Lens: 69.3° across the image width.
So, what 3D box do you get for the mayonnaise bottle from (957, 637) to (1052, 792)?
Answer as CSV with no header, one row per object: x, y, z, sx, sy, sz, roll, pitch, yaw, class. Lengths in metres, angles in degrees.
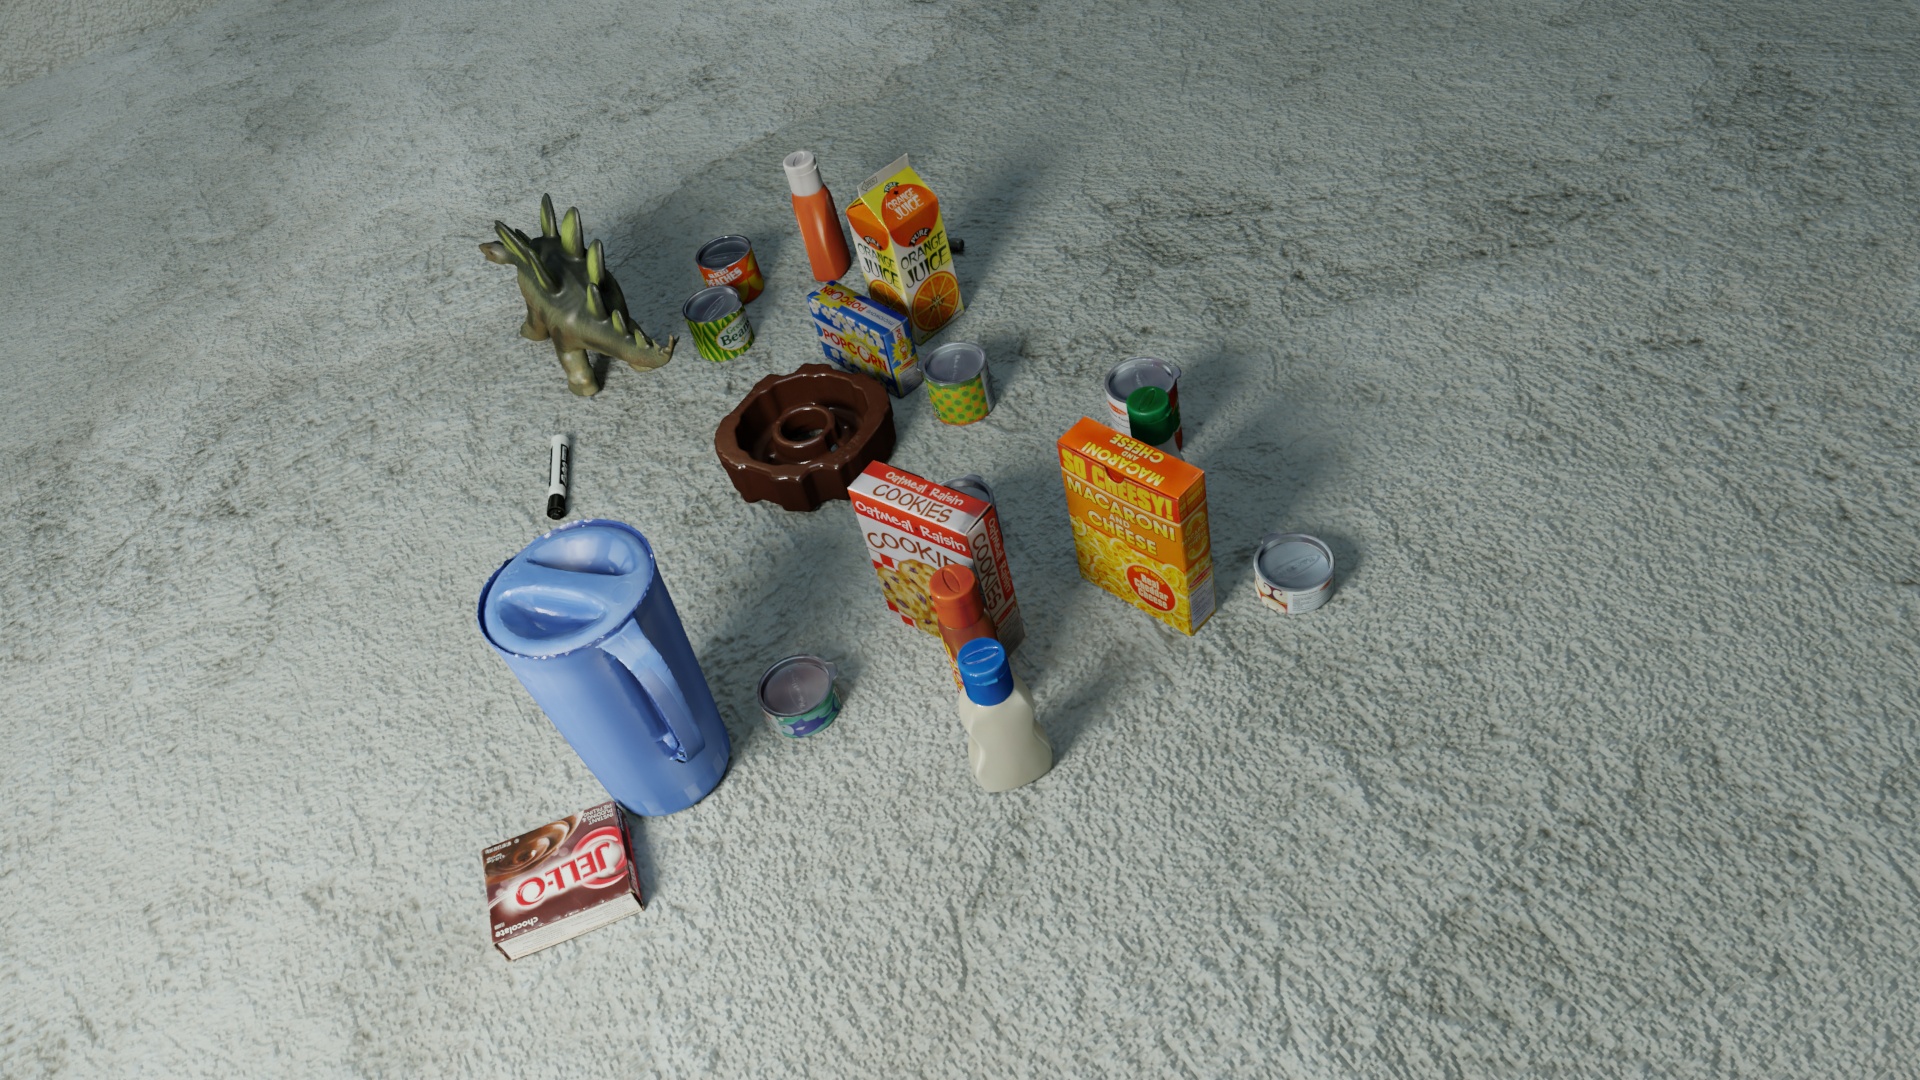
0.029,0.132,1.052,0.065,0.147,0.041,-20,45,-4,mayonnaise bottle

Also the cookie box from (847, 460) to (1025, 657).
-0.018,0.019,1.159,0.123,0.166,0.040,21,56,31,cookie box

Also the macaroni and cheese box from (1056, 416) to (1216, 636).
0.147,-0.010,1.145,0.124,0.165,0.040,29,60,35,macaroni and cheese box

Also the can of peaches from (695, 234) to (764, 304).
-0.268,-0.312,1.618,0.071,0.057,0.071,-7,46,8,can of peaches

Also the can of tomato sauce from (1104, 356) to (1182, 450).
0.174,-0.120,1.302,0.071,0.082,0.071,-7,46,8,can of tomato sauce

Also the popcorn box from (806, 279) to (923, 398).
-0.100,-0.212,1.459,0.038,0.084,0.127,-40,50,-23,popcorn box

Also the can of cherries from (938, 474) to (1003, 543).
0.005,-0.016,1.263,0.071,0.058,0.072,-7,46,8,can of cherries

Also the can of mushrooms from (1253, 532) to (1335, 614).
0.280,0.026,1.169,0.071,0.033,0.071,-7,46,8,can of mushrooms

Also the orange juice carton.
-0.061,-0.310,1.468,0.072,0.191,0.073,-40,50,-22,orange juice carton

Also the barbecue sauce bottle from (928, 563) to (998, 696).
0.008,0.080,1.107,0.044,0.147,0.065,-24,46,-8,barbecue sauce bottle

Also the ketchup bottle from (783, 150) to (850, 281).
-0.164,-0.371,1.584,0.043,0.148,0.065,-1,47,14,ketchup bottle

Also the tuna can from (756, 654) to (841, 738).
-0.134,0.131,1.176,0.071,0.032,0.071,-7,46,8,tuna can

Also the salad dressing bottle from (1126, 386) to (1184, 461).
0.170,-0.068,1.208,0.044,0.147,0.064,14,52,26,salad dressing bottle

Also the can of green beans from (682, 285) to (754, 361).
-0.270,-0.242,1.551,0.071,0.057,0.071,-7,46,8,can of green beans

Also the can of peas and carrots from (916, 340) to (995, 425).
-0.004,-0.158,1.401,0.071,0.058,0.071,-7,46,8,can of peas and carrots
